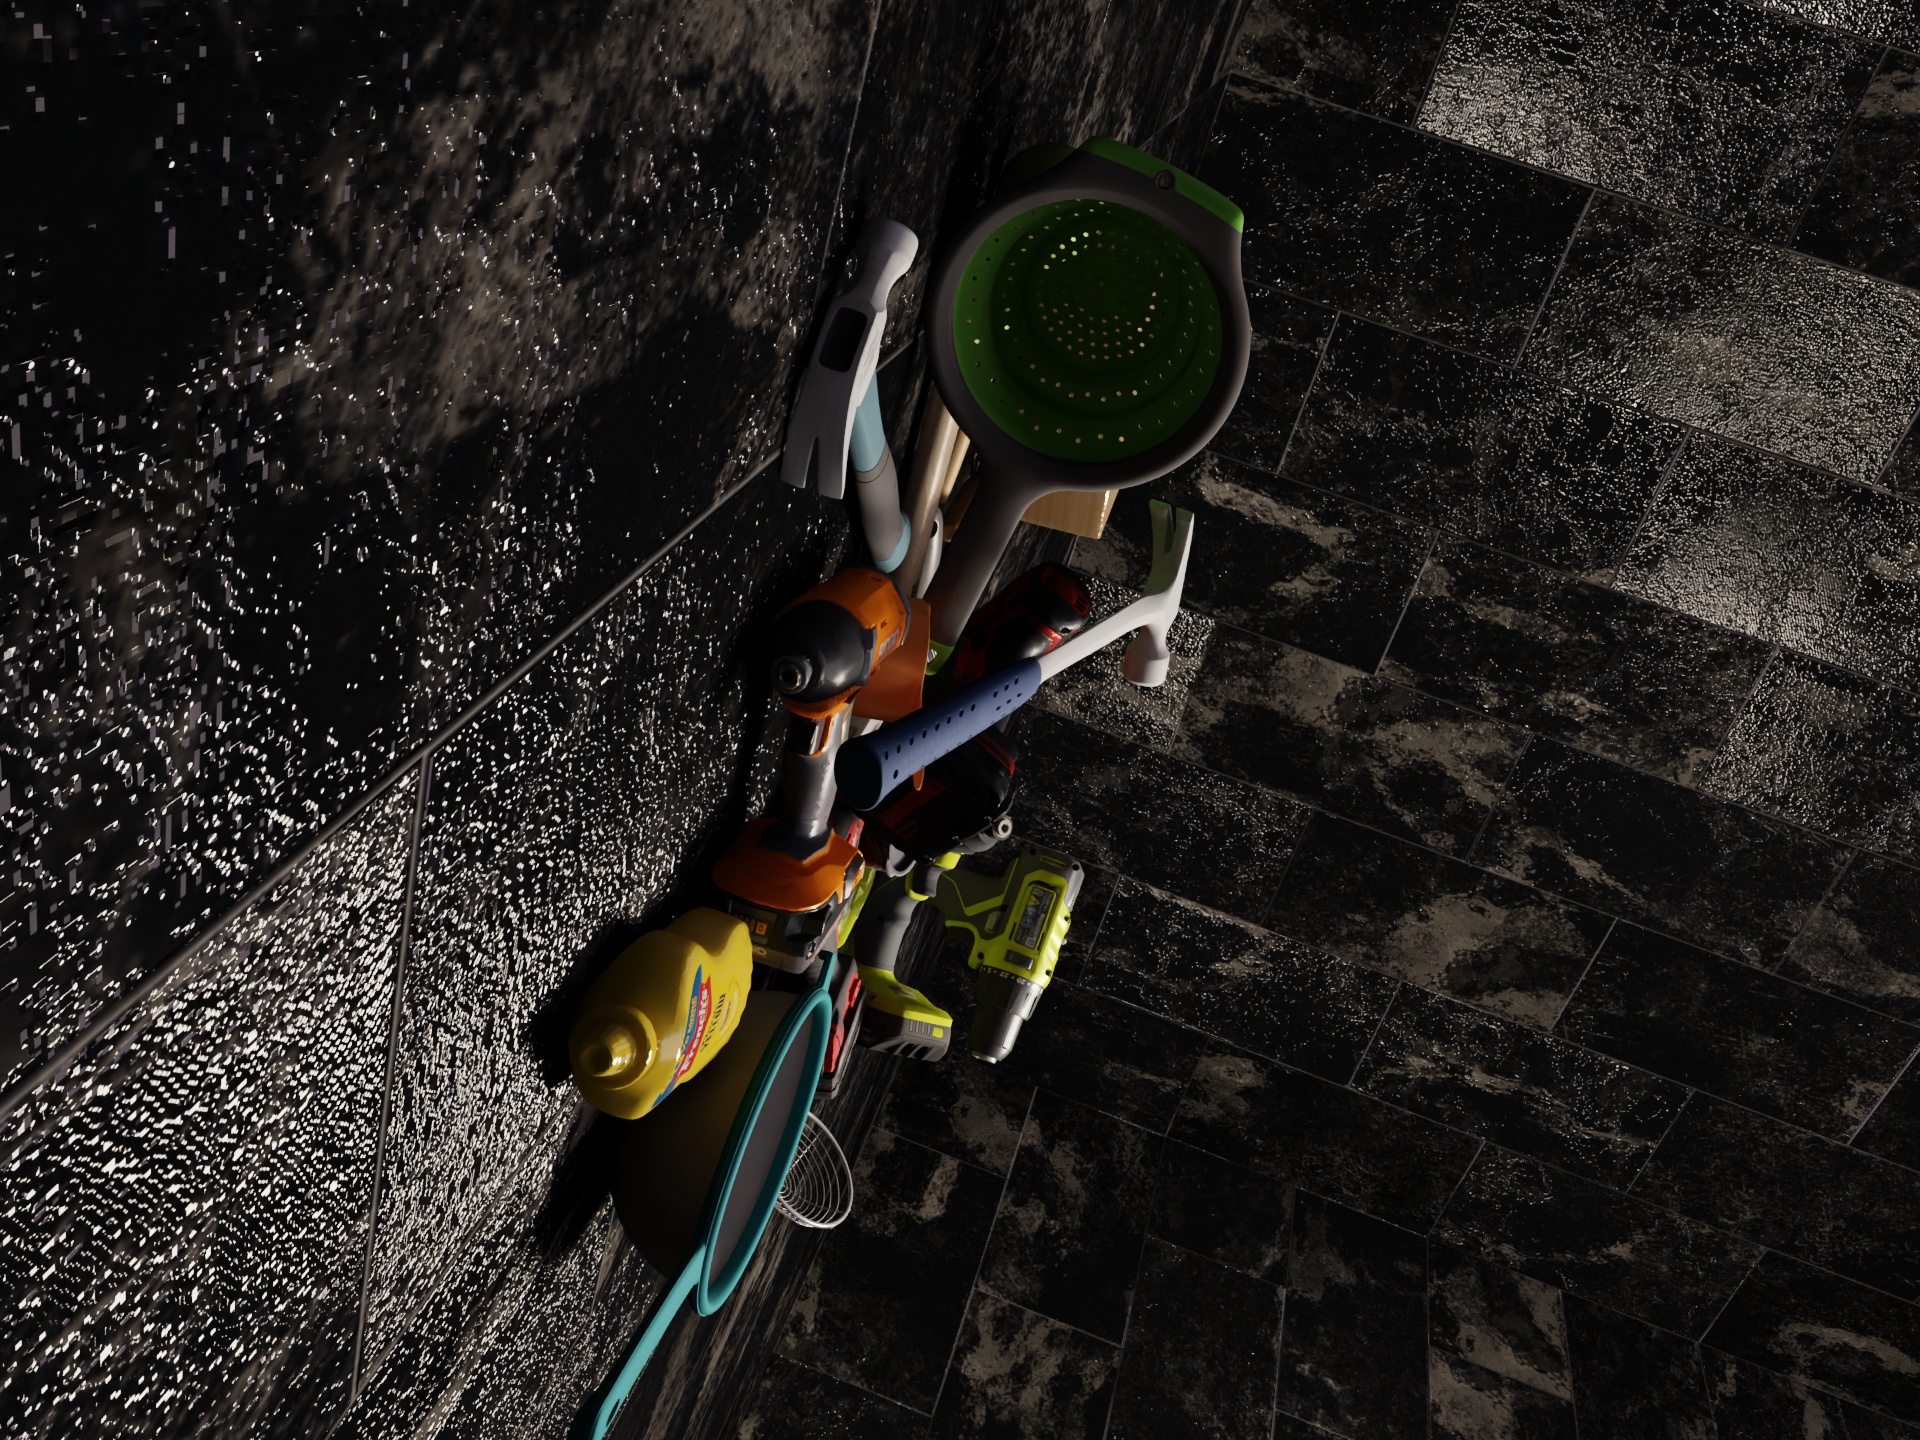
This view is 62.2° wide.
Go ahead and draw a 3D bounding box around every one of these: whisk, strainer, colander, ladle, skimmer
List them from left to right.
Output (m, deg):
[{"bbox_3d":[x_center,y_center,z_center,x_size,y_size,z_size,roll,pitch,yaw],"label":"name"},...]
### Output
[{"bbox_3d":[-0.179,0.283,0.954,0.340,0.095,0.211,-56,163,-61],"label":"strainer"},{"bbox_3d":[-0.146,0.335,1.379,0.363,0.090,0.127,92,-19,-53],"label":"skimmer"},{"bbox_3d":[-0.034,-0.086,1.309,0.238,0.055,0.055,99,12,-48],"label":"whisk"},{"bbox_3d":[0.020,-0.207,1.357,0.245,0.047,0.051,-65,172,-59],"label":"whisk"},{"bbox_3d":[0.027,-0.278,1.176,0.062,0.078,0.320,-53,171,-40],"label":"ladle"},{"bbox_3d":[0.053,-0.199,1.067,0.397,0.204,0.095,-61,-176,35],"label":"colander"}]

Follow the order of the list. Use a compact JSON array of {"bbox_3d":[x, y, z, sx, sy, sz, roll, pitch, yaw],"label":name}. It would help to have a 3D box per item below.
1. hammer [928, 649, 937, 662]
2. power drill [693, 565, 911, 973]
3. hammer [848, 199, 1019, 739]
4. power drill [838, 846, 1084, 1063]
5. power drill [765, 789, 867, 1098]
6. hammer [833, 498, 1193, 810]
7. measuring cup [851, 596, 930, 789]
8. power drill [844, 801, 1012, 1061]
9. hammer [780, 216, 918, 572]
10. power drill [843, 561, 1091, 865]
[{"bbox_3d":[0.021,-0.198,1.493,0.143,0.038,0.386,93,18,-69],"label":"hammer"},{"bbox_3d":[-0.095,0.029,0.946,0.164,0.084,0.226,-52,158,-71],"label":"power drill"},{"bbox_3d":[-0.028,-0.162,1.138,0.146,0.038,0.410,-59,168,-57],"label":"hammer"},{"bbox_3d":[-0.022,0.182,1.417,0.080,0.228,0.191,89,21,-75],"label":"power drill"},{"bbox_3d":[-0.114,0.163,1.156,0.143,0.078,0.219,-71,168,-57],"label":"power drill"},{"bbox_3d":[0.051,-0.038,1.035,0.405,0.035,0.144,-30,136,-52],"label":"hammer"},{"bbox_3d":[-0.053,-0.017,1.047,0.174,0.052,0.095,-98,-158,-51],"label":"measuring cup"},{"bbox_3d":[-0.041,0.157,1.307,0.171,0.080,0.223,8,-100,51],"label":"power drill"},{"bbox_3d":[-0.053,-0.154,0.924,0.331,0.033,0.128,85,25,-78],"label":"hammer"},{"bbox_3d":[-0.002,-0.004,1.177,0.188,0.080,0.227,-36,-160,45],"label":"power drill"}]
